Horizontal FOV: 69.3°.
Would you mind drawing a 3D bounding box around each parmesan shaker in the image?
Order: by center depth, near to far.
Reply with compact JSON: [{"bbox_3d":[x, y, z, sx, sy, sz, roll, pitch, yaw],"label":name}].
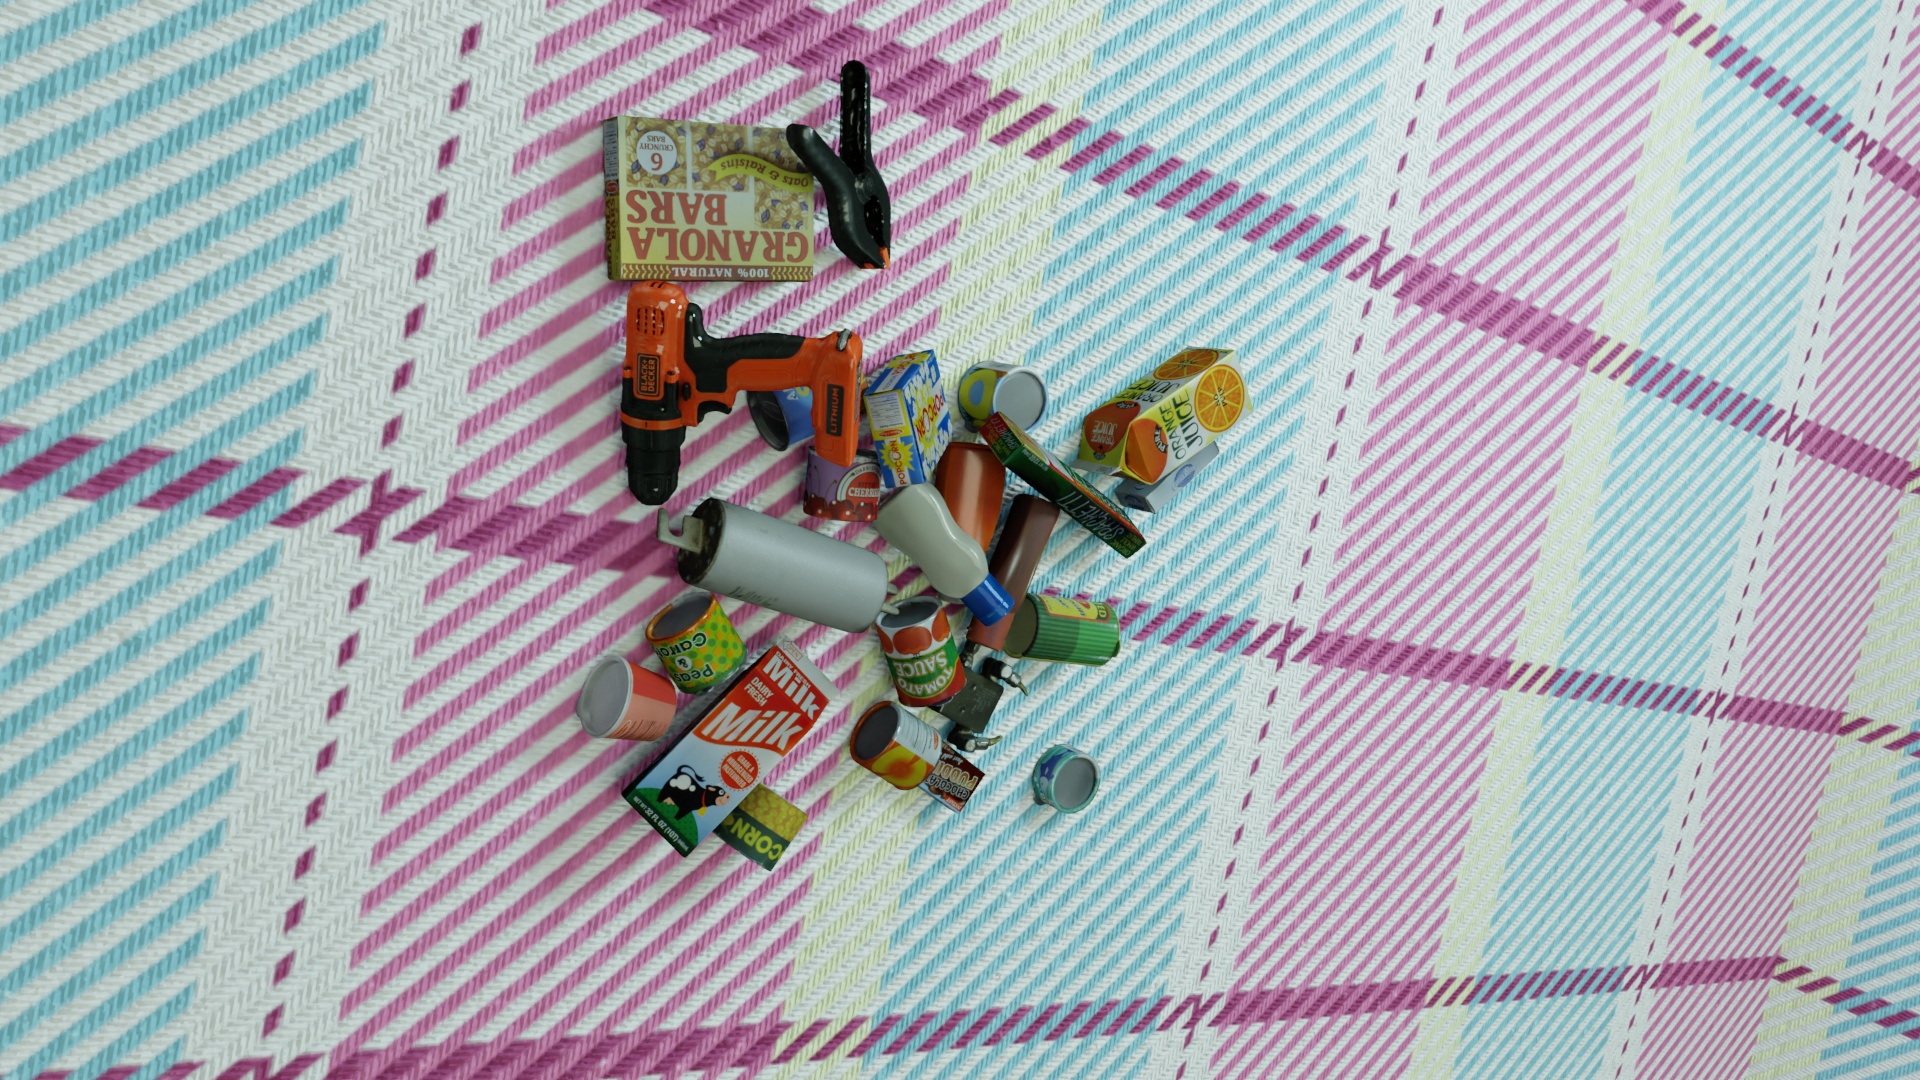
[{"bbox_3d":[0.098,0.089,1.366,0.103,0.071,0.071,9,95,-35],"label":"parmesan shaker"}]

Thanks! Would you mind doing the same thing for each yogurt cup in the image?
[{"bbox_3d":[-0.270,0.133,1.135,0.054,0.072,0.072,24,87,-43],"label":"yogurt cup"}]

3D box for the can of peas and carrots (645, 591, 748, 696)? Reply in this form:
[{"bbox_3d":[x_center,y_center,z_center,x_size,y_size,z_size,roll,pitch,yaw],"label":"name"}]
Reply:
[{"bbox_3d":[-0.220,0.086,1.153,0.071,0.071,0.058,-37,118,-22],"label":"can of peas and carrots"}]

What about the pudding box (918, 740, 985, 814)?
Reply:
[{"bbox_3d":[-0.021,0.221,1.340,0.083,0.030,0.050,43,77,-32],"label":"pudding box"}]

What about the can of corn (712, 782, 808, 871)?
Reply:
[{"bbox_3d":[-0.175,0.248,1.217,0.071,0.071,0.058,43,75,-33],"label":"can of corn"}]

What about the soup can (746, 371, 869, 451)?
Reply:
[{"bbox_3d":[-0.129,-0.123,1.171,0.084,0.071,0.071,-28,114,-27],"label":"soup can"}]

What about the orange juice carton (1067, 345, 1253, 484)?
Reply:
[{"bbox_3d":[0.196,-0.117,1.388,0.193,0.072,0.072,-35,117,-24],"label":"orange juice carton"}]

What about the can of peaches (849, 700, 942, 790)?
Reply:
[{"bbox_3d":[-0.062,0.191,1.286,0.058,0.071,0.071,39,78,-34],"label":"can of peaches"}]

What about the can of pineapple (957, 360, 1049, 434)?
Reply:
[{"bbox_3d":[0.040,-0.130,1.288,0.071,0.058,0.070,-8,105,-32],"label":"can of pineapple"}]

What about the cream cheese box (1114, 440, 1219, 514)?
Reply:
[{"bbox_3d":[0.211,-0.070,1.419,0.104,0.053,0.024,-42,118,-19],"label":"cream cheese box"}]

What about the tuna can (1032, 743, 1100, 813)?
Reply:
[{"bbox_3d":[0.108,0.248,1.431,0.071,0.033,0.071,-8,104,-33],"label":"tuna can"}]

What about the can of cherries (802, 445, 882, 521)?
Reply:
[{"bbox_3d":[-0.100,-0.049,1.204,0.071,0.071,0.058,1,100,-34],"label":"can of cherries"}]

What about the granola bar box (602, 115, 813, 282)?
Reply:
[{"bbox_3d":[-0.199,-0.269,1.109,0.166,0.039,0.124,-6,103,-33],"label":"granola bar box"}]

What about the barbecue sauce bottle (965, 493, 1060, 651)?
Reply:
[{"bbox_3d":[0.048,0.030,1.321,0.044,0.065,0.148,23,84,-12],"label":"barbecue sauce bottle"}]

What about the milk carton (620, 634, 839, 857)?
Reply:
[{"bbox_3d":[-0.192,0.171,1.176,0.072,0.073,0.191,47,73,-6],"label":"milk carton"}]

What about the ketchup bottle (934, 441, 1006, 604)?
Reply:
[{"bbox_3d":[0.005,-0.016,1.298,0.065,0.043,0.148,3,99,-25],"label":"ketchup bottle"}]

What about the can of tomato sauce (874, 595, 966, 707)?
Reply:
[{"bbox_3d":[-0.037,0.103,1.280,0.071,0.071,0.082,-27,114,-26],"label":"can of tomato sauce"}]

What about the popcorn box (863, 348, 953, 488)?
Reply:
[{"bbox_3d":[-0.043,-0.107,1.204,0.127,0.038,0.085,-64,143,-64],"label":"popcorn box"}]

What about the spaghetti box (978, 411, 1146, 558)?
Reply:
[{"bbox_3d":[0.102,-0.048,1.313,0.028,0.050,0.249,-42,141,12],"label":"spaghetti box"}]

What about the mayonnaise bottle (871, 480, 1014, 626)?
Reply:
[{"bbox_3d":[-0.012,0.013,1.258,0.064,0.041,0.148,-39,100,17],"label":"mayonnaise bottle"}]
